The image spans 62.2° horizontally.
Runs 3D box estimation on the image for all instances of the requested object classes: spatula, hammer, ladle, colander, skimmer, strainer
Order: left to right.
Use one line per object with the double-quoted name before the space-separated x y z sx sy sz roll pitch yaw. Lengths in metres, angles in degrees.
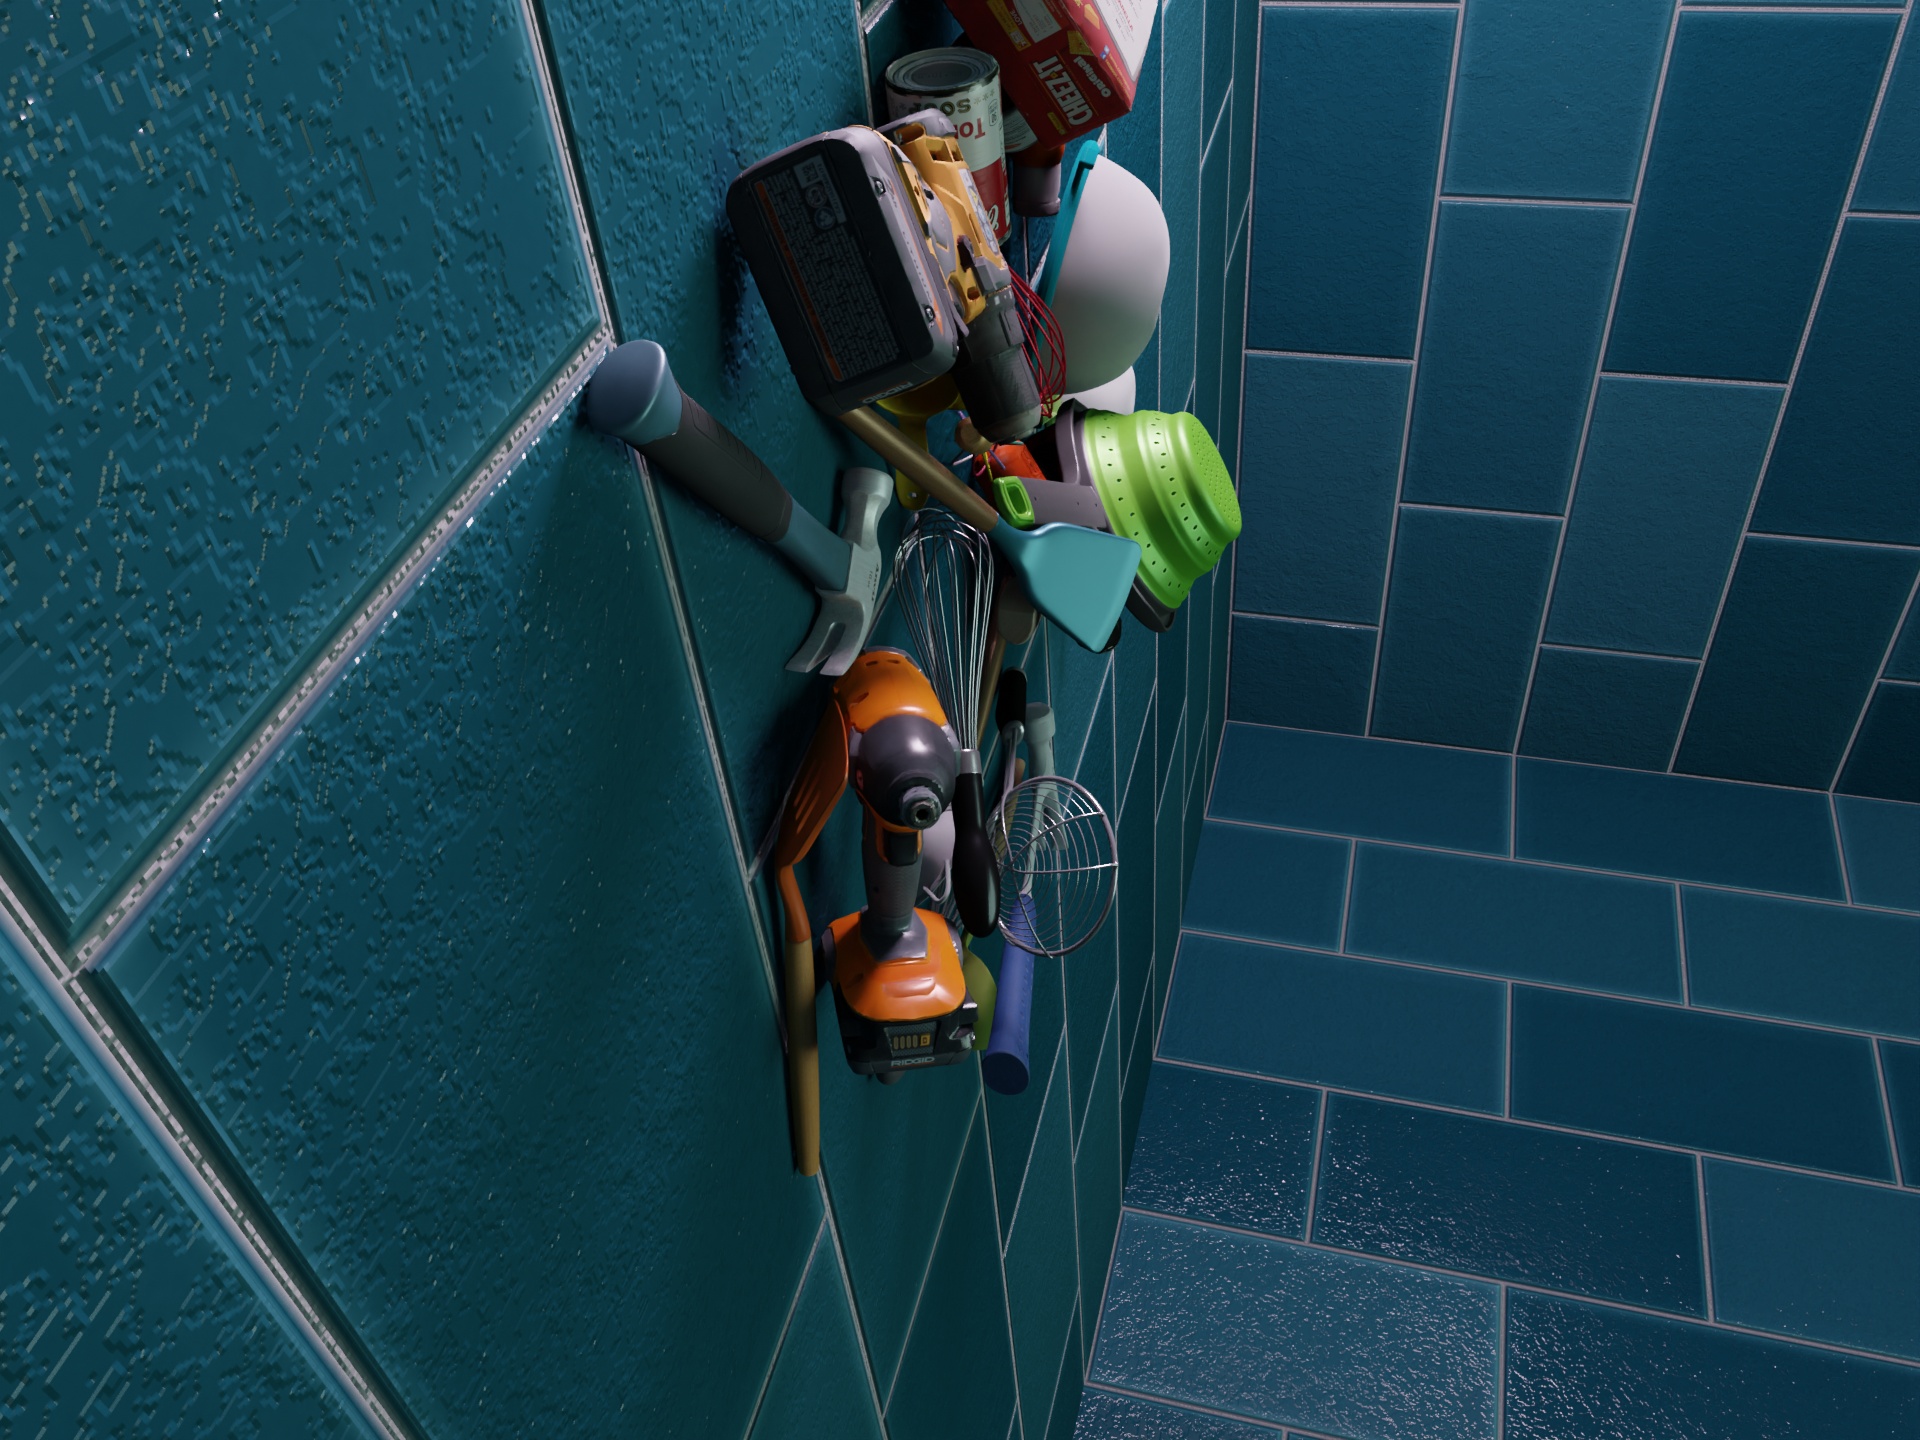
"hammer" -0.096 -0.105 0.775 0.330 0.033 0.128 35 61 -74
"spatula" -0.084 0.144 0.925 0.081 0.041 0.322 -108 -164 -59
"strainer" -0.010 0.076 1.197 0.087 0.050 0.258 -52 -179 17
"spatula" 0.013 -0.132 0.973 0.317 0.044 0.082 29 82 -53
"ladle" 0.032 0.146 1.368 0.320 0.062 0.078 -72 -177 -47
"spatula" 0.037 -0.095 1.342 0.059 0.018 0.316 79 22 -59
"hammer" 0.055 0.149 1.293 0.406 0.035 0.144 -78 162 -58
"skimmer" 0.065 0.049 1.243 0.127 0.090 0.363 -60 -171 22
"hammer" 0.085 -0.128 1.434 0.411 0.038 0.146 -55 151 -68
"strainer" 0.116 -0.292 1.451 0.256 0.069 0.151 -52 146 -67
"strainer" 0.127 -0.369 1.347 0.340 0.095 0.211 -62 167 -71
"colander" 0.132 -0.173 1.206 0.397 0.094 0.204 -14 82 -67

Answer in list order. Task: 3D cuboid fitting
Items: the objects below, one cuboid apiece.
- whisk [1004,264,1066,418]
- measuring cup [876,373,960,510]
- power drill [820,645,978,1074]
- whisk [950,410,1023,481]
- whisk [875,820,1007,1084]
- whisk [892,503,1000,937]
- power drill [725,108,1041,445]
"whisk" 0.020 -0.310 1.096 0.295 0.073 0.073 63 36 -55
"measuring cup" -0.029 -0.186 0.988 0.156 0.062 0.029 94 0 -62
"power drill" -0.036 0.089 0.920 0.164 0.084 0.226 -116 -157 -64
"whisk" 0.015 -0.186 1.068 0.245 0.051 0.047 -72 177 -81
"whisk" -0.016 0.170 1.207 0.055 0.055 0.239 80 25 -49
"whisk" -0.002 -0.003 1.019 0.070 0.070 0.285 38 45 -74
"power drill" -0.022 -0.216 0.820 0.185 0.084 0.226 67 21 -14
